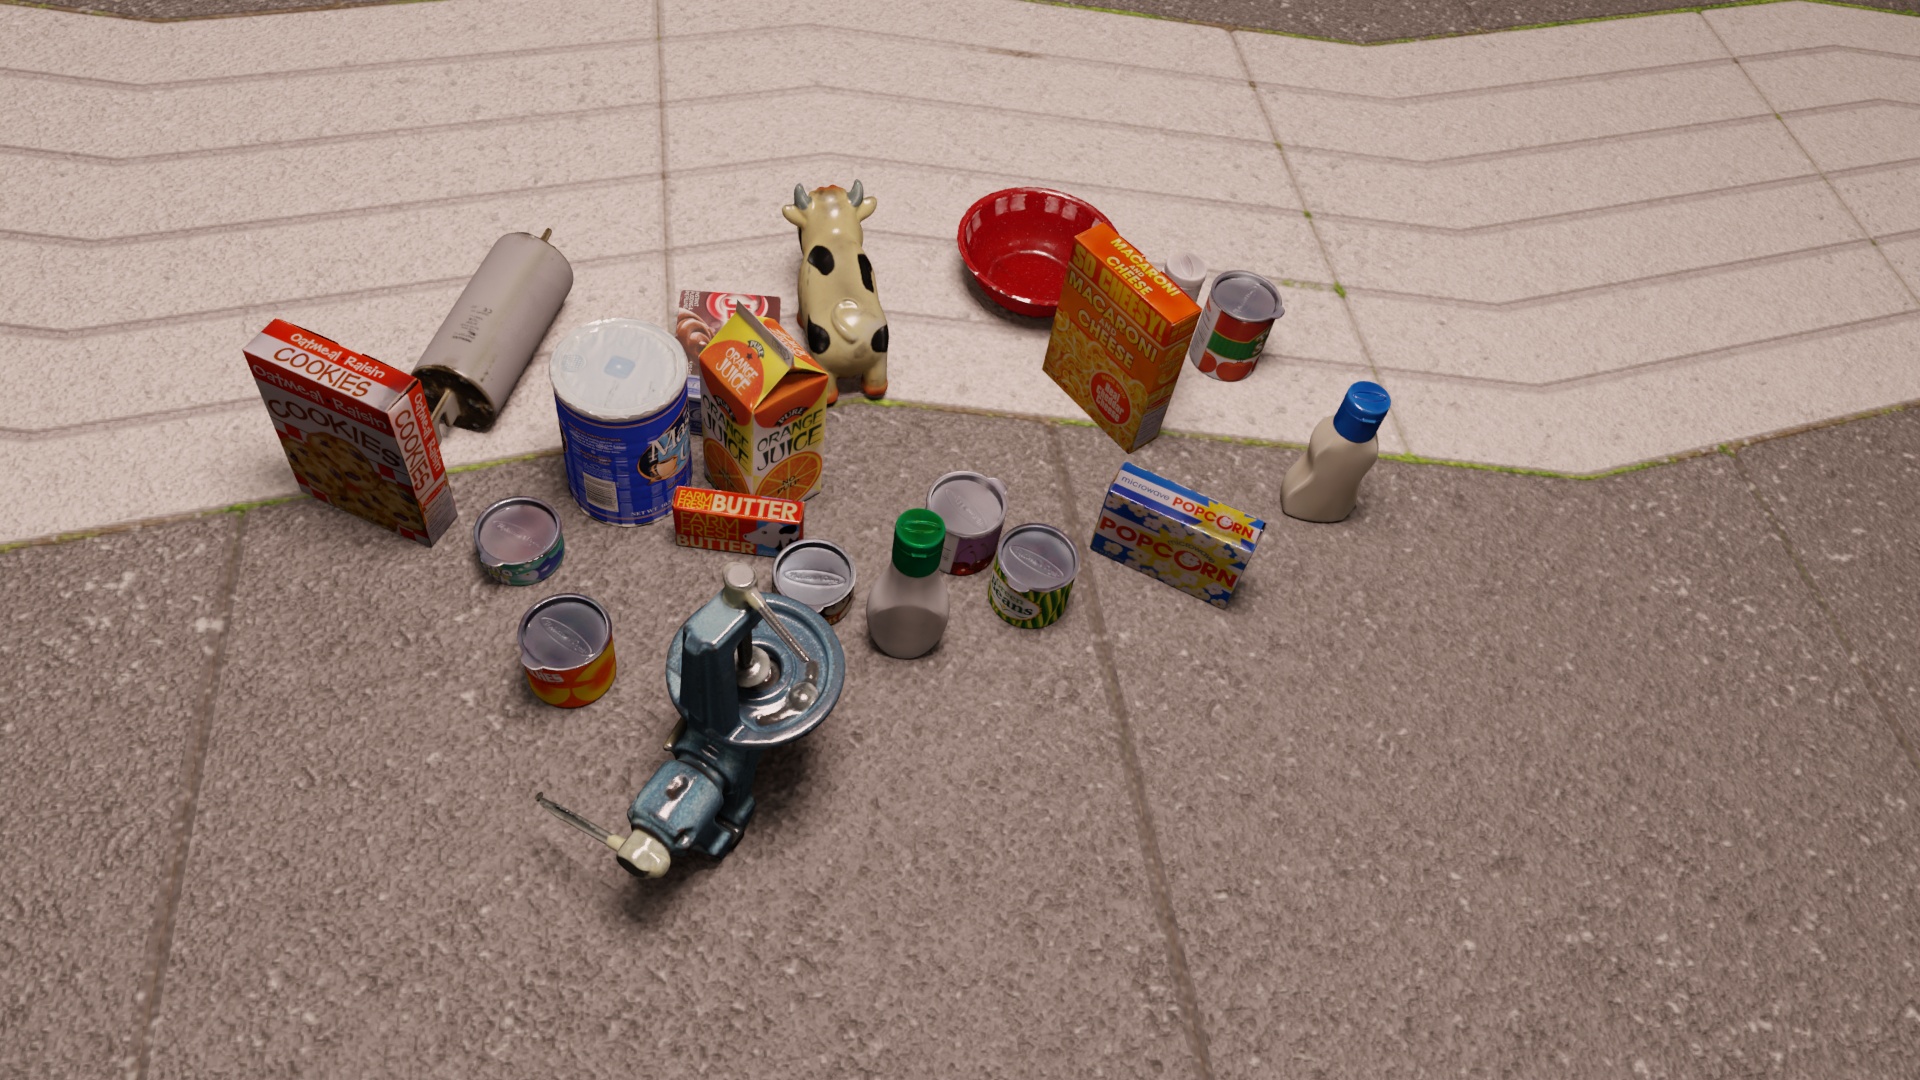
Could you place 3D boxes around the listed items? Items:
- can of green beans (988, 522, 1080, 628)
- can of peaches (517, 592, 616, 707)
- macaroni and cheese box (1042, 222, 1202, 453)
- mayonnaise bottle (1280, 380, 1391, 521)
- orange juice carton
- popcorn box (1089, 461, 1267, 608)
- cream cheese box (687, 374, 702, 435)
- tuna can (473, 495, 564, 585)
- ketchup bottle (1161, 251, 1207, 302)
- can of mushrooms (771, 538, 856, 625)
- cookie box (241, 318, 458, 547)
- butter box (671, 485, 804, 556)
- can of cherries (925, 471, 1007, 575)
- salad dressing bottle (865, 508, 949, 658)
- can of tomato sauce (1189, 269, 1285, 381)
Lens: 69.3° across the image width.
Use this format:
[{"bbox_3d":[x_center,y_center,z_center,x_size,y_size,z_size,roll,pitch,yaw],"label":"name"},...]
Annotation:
[{"bbox_3d":[0.058,0.029,1.116,0.071,0.057,0.071,4,54,-6],"label":"can of green beans"},{"bbox_3d":[-0.290,0.083,1.023,0.071,0.057,0.071,4,54,-6],"label":"can of peaches"},{"bbox_3d":[0.137,-0.175,1.210,0.040,0.165,0.124,-30,64,-26],"label":"macaroni and cheese box"},{"bbox_3d":[0.321,-0.073,1.175,0.065,0.147,0.041,6,54,-4],"label":"mayonnaise bottle"},{"bbox_3d":[-0.155,-0.102,1.095,0.073,0.191,0.072,-31,64,-27],"label":"orange juice carton"},{"bbox_3d":[0.176,-0.004,1.141,0.127,0.084,0.038,25,54,9],"label":"popcorn box"},{"bbox_3d":[-0.227,-0.115,1.180,0.104,0.053,0.024,10,53,-2],"label":"cream cheese box"},{"bbox_3d":[-0.347,0.002,1.088,0.071,0.032,0.071,4,54,-6],"label":"tuna can"},{"bbox_3d":[0.183,-0.191,1.240,0.043,0.148,0.065,-1,55,-9],"label":"ketchup bottle"},{"bbox_3d":[-0.117,0.036,1.099,0.071,0.033,0.071,4,54,-6],"label":"can of mushrooms"},{"bbox_3d":[-0.455,-0.078,1.047,0.123,0.166,0.040,23,54,8],"label":"cookie box"},{"bbox_3d":[-0.178,-0.014,1.114,0.103,0.052,0.024,7,54,-3],"label":"butter box"},{"bbox_3d":[0.004,-0.014,1.139,0.071,0.058,0.072,4,54,-6],"label":"can of cherries"},{"bbox_3d":[-0.036,0.033,1.042,0.064,0.146,0.044,4,54,-6],"label":"salad dressing bottle"},{"bbox_3d":[0.258,-0.199,1.298,0.071,0.082,0.071,4,54,-6],"label":"can of tomato sauce"}]
